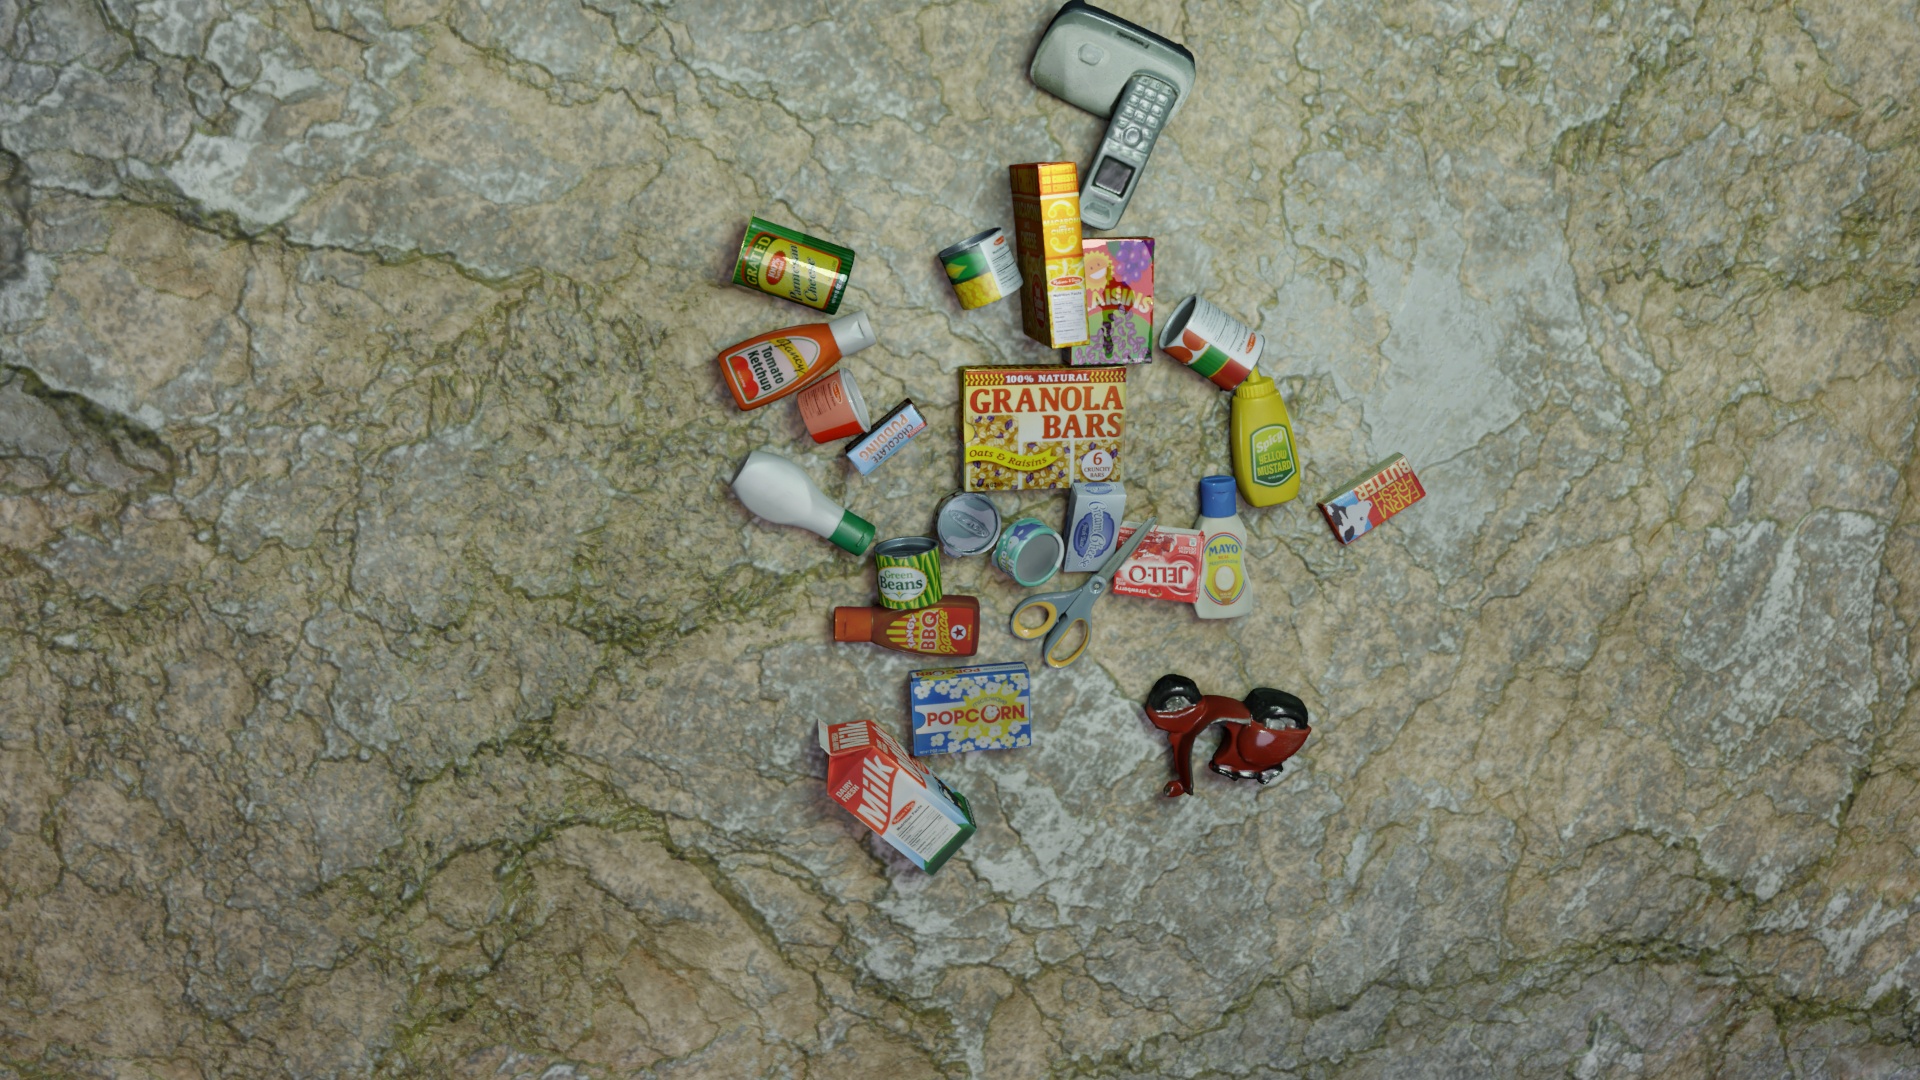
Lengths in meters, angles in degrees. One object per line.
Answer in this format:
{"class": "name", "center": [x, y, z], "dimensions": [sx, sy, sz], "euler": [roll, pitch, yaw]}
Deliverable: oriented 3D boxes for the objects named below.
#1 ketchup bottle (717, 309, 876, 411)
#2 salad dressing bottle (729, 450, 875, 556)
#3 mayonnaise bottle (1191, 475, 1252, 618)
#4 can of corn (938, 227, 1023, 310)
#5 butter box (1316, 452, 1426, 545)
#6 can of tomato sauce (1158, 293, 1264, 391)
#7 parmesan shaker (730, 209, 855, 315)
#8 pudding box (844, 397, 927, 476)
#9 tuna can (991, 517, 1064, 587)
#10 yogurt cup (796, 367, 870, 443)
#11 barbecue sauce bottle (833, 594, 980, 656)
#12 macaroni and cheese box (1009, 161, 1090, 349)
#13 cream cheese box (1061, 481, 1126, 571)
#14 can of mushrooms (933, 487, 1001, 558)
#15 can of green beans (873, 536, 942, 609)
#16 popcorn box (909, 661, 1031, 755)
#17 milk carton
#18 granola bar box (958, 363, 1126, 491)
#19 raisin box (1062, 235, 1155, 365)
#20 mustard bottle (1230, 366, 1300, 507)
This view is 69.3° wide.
{"class": "ketchup bottle", "center": [-0.156, -0.180, 1.347], "dimensions": [0.149, 0.043, 0.064], "euler": [-23, 98, -2]}
{"class": "salad dressing bottle", "center": [-0.156, -0.034, 1.387], "dimensions": [0.147, 0.044, 0.064], "euler": [31, 97, -15]}
{"class": "mayonnaise bottle", "center": [0.272, 0.007, 1.456], "dimensions": [0.065, 0.041, 0.147], "euler": [-5, 106, 0]}
{"class": "can of corn", "center": [0.018, -0.261, 1.339], "dimensions": [0.071, 0.071, 0.058], "euler": [-25, 107, 0]}
{"class": "butter box", "center": [0.436, -0.045, 1.474], "dimensions": [0.103, 0.024, 0.053], "euler": [-32, 106, 1]}
{"class": "can of tomato sauce", "center": [0.249, -0.197, 1.387], "dimensions": [0.083, 0.071, 0.071], "euler": [30, 99, -14]}
{"class": "parmesan shaker", "center": [-0.157, -0.262, 1.313], "dimensions": [0.103, 0.071, 0.071], "euler": [17, 102, -12]}
{"class": "pudding box", "center": [-0.074, -0.102, 1.376], "dimensions": [0.083, 0.050, 0.030], "euler": [-38, 105, 3]}
{"class": "tuna can", "center": [0.069, 0.013, 1.420], "dimensions": [0.071, 0.033, 0.070], "euler": [-18, 124, -29]}
{"class": "yogurt cup", "center": [-0.125, -0.129, 1.356], "dimensions": [0.054, 0.072, 0.072], "euler": [-21, 107, 7]}
{"class": "barbecue sauce bottle", "center": [-0.056, 0.087, 1.432], "dimensions": [0.149, 0.044, 0.064], "euler": [2, 106, -8]}
{"class": "macaroni and cheese box", "center": [0.084, -0.272, 1.313], "dimensions": [0.040, 0.124, 0.166], "euler": [-8, 106, -8]}
{"class": "cream cheese box", "center": [0.135, -0.014, 1.421], "dimensions": [0.053, 0.024, 0.103], "euler": [-2, 131, -9]}
{"class": "can of mushrooms", "center": [0.005, -0.018, 1.418], "dimensions": [0.071, 0.033, 0.070], "euler": [-2, 105, -8]}
{"class": "can of green beans", "center": [-0.053, 0.032, 1.406], "dimensions": [0.071, 0.071, 0.057], "euler": [-6, 106, -6]}
{"class": "popcorn box", "center": [0.010, 0.177, 1.468], "dimensions": [0.127, 0.038, 0.085], "euler": [-4, 107, -7]}
{"class": "milk carton", "center": [-0.078, 0.258, 1.460], "dimensions": [0.190, 0.072, 0.073], "euler": [41, 96, -17]}
{"class": "granola bar box", "center": [0.083, -0.115, 1.399], "dimensions": [0.166, 0.039, 0.123], "euler": [-2, 105, -7]}
{"class": "raisin box", "center": [0.147, -0.237, 1.374], "dimensions": [0.086, 0.040, 0.123], "euler": [-2, 104, -7]}
{"class": "mustard bottle", "center": [0.307, -0.115, 1.424], "dimensions": [0.065, 0.049, 0.159], "euler": [-15, 106, -7]}
